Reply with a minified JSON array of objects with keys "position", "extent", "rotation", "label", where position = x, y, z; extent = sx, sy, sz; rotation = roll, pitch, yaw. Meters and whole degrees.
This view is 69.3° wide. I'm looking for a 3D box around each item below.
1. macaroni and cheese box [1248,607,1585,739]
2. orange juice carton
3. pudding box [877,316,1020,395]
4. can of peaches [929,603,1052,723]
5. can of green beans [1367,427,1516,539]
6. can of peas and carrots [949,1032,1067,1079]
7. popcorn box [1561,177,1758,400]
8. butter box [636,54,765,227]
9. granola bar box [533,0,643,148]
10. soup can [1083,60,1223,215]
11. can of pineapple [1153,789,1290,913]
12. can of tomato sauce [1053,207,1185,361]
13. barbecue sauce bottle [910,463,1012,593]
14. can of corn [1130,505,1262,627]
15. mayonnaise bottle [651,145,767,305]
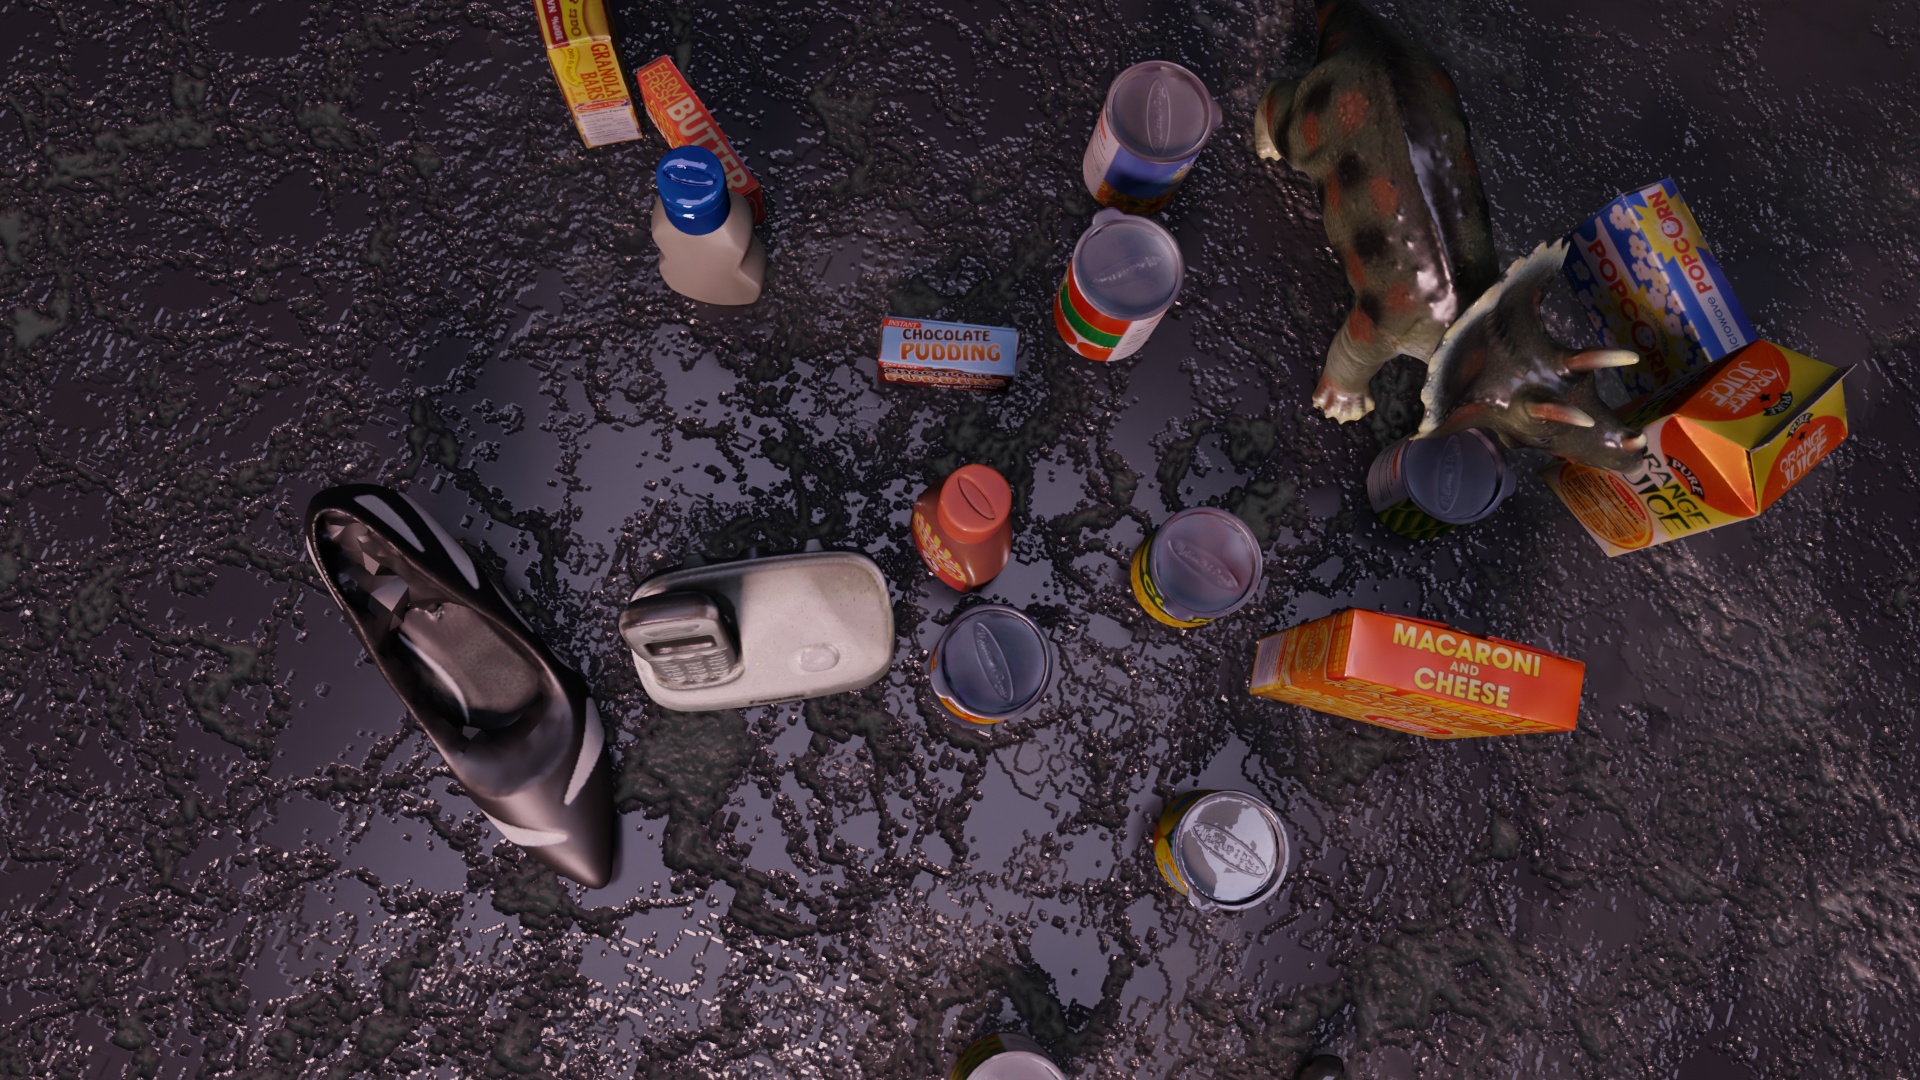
[{"position":[0.245,0.076,0.772],"extent":[0.124,0.166,0.040],"rotation":[13,79,-2],"label":"macaroni and cheese box"},{"position":[0.425,-0.053,0.799],"extent":[0.072,0.192,0.073],"rotation":[-37,85,-10],"label":"orange juice carton"},{"position":[-0.008,-0.112,0.845],"extent":[0.084,0.049,0.030],"rotation":[6,80,-4],"label":"pudding box"},{"position":[0.015,0.073,0.808],"extent":[0.071,0.058,0.071],"rotation":[1,80,-5],"label":"can of peaches"},{"position":[0.291,-0.037,0.853],"extent":[0.071,0.057,0.071],"rotation":[1,80,-5],"label":"can of green beans"},{"position":[0.026,0.312,0.765],"extent":[0.071,0.058,0.071],"rotation":[1,80,-5],"label":"can of peas and carrots"},{"position":[0.436,-0.151,0.873],"extent":[0.038,0.085,0.127],"rotation":[-23,82,-8],"label":"popcorn box"},{"position":[-0.159,-0.242,0.854],"extent":[0.024,0.053,0.103],"rotation":[-35,84,-10],"label":"butter box"},{"position":[-0.235,-0.338,0.829],"extent":[0.039,0.124,0.165],"rotation":[-14,81,-7],"label":"granola bar box"},{"position":[0.118,-0.247,0.863],"extent":[0.071,0.083,0.071],"rotation":[1,80,-5],"label":"soup can"},{"position":[0.147,0.178,0.800],"extent":[0.071,0.057,0.071],"rotation":[1,80,-5],"label":"can of pineapple"},{"position":[0.093,-0.153,0.844],"extent":[0.071,0.083,0.071],"rotation":[1,80,-5],"label":"can of tomato sauce"},{"position":[0.003,-0.010,0.776],"extent":[0.044,0.148,0.065],"rotation":[-37,85,-10],"label":"barbecue sauce bottle"},{"position":[0.138,0.019,0.829],"extent":[0.071,0.058,0.071],"rotation":[1,80,-5],"label":"can of corn"},{"position":[-0.146,-0.178,0.795],"extent":[0.065,0.148,0.041],"rotation":[10,80,-3],"label":"mayonnaise bottle"}]
